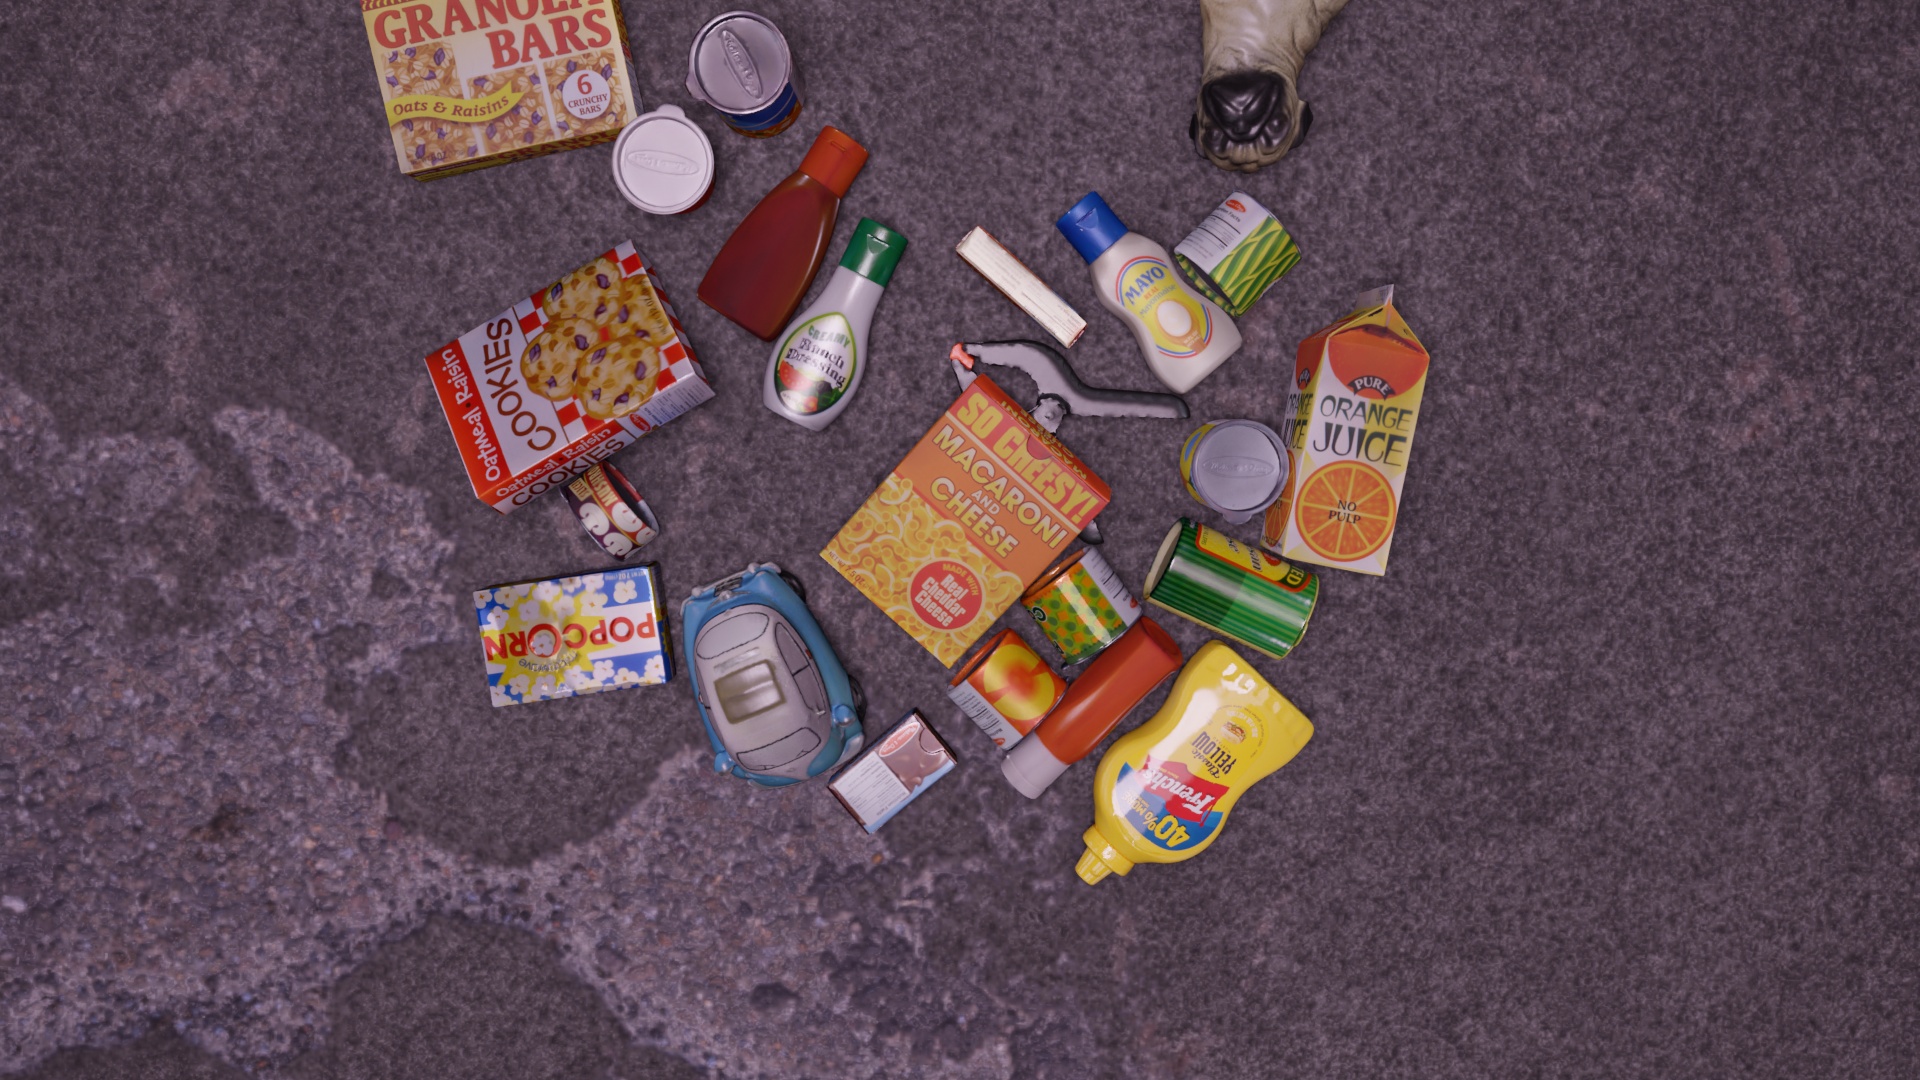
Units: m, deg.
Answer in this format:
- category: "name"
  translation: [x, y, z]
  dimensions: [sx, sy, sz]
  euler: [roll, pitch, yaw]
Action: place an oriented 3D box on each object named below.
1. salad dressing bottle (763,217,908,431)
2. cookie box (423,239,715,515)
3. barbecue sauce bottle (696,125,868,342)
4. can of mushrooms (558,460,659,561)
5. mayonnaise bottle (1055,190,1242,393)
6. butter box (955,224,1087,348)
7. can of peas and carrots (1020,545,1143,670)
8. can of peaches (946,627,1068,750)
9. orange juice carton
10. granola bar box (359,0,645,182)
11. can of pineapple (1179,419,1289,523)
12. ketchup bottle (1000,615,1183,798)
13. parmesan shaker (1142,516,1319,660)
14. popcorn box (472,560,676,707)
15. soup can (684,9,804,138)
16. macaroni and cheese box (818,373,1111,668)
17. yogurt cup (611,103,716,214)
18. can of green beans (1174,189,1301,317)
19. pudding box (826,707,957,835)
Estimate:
- category: "salad dressing bottle"
  translation: [-0.085, -0.150, 0.963]
  dimensions: [0.064, 0.044, 0.147]
  euler: [26, 94, -5]
- category: "cookie box"
  translation: [-0.267, -0.110, 0.943]
  dimensions: [0.167, 0.040, 0.123]
  euler: [-30, 67, 2]
- category: "barbecue sauce bottle"
  translation: [-0.118, -0.214, 0.958]
  dimensions: [0.065, 0.044, 0.148]
  euler: [33, 93, -3]
- category: "can of mushrooms"
  translation: [-0.242, -0.022, 0.959]
  dimensions: [0.033, 0.071, 0.071]
  euler: [-36, 94, 2]
- category: "mayonnaise bottle"
  translation: [0.127, -0.174, 0.963]
  dimensions: [0.064, 0.041, 0.148]
  euler: [-41, 94, 5]
- category: "butter box"
  translation: [0.042, -0.174, 0.957]
  dimensions: [0.103, 0.053, 0.024]
  euler: [41, 97, -3]
- category: "can of peas and carrots"
  translation: [0.082, 0.046, 0.969]
  dimensions: [0.071, 0.071, 0.058]
  euler: [-37, 93, 3]
- category: "can of peaches"
  translation: [0.034, 0.102, 0.974]
  dimensions: [0.058, 0.071, 0.071]
  euler: [44, 93, -3]
- category: "orange juice carton"
  translation: [0.266, -0.079, 0.957]
  dimensions: [0.073, 0.072, 0.192]
  euler: [10, 95, -2]
- category: "granola bar box"
  translation: [-0.310, -0.325, 0.950]
  dimensions: [0.166, 0.039, 0.124]
  euler: [-12, 95, 1]
- category: "can of pineapple"
  translation: [0.188, -0.050, 0.965]
  dimensions: [0.071, 0.058, 0.071]
  euler: [0, 95, 0]
- category: "ketchup bottle"
  translation: [0.090, 0.119, 0.979]
  dimensions: [0.043, 0.065, 0.148]
  euler: [43, 102, -2]
- category: "parmesan shaker"
  translation: [0.187, 0.033, 0.965]
  dimensions: [0.103, 0.071, 0.071]
  euler: [24, 94, -2]
- category: "popcorn box"
  translation: [-0.271, 0.066, 0.982]
  dimensions: [0.127, 0.038, 0.085]
  euler: [-8, 95, 0]
- category: "soup can"
  translation: [-0.144, -0.309, 0.930]
  dimensions: [0.071, 0.084, 0.071]
  euler: [0, 95, 0]
- category: "macaroni and cheese box"
  translation: [0.003, -0.012, 0.959]
  dimensions: [0.123, 0.040, 0.166]
  euler: [42, 107, -4]
- category: "yogurt cup"
  translation: [-0.198, -0.254, 0.948]
  dimensions: [0.072, 0.054, 0.072]
  euler: [0, 95, 0]
- category: "can of green beans"
  translation: [0.189, -0.195, 0.950]
  dimensions: [0.058, 0.071, 0.071]
  euler: [-44, 94, 4]
- category: "pudding box"
  translation: [-0.048, 0.165, 0.995]
  dimensions: [0.083, 0.030, 0.049]
  euler: [-40, 93, 3]
